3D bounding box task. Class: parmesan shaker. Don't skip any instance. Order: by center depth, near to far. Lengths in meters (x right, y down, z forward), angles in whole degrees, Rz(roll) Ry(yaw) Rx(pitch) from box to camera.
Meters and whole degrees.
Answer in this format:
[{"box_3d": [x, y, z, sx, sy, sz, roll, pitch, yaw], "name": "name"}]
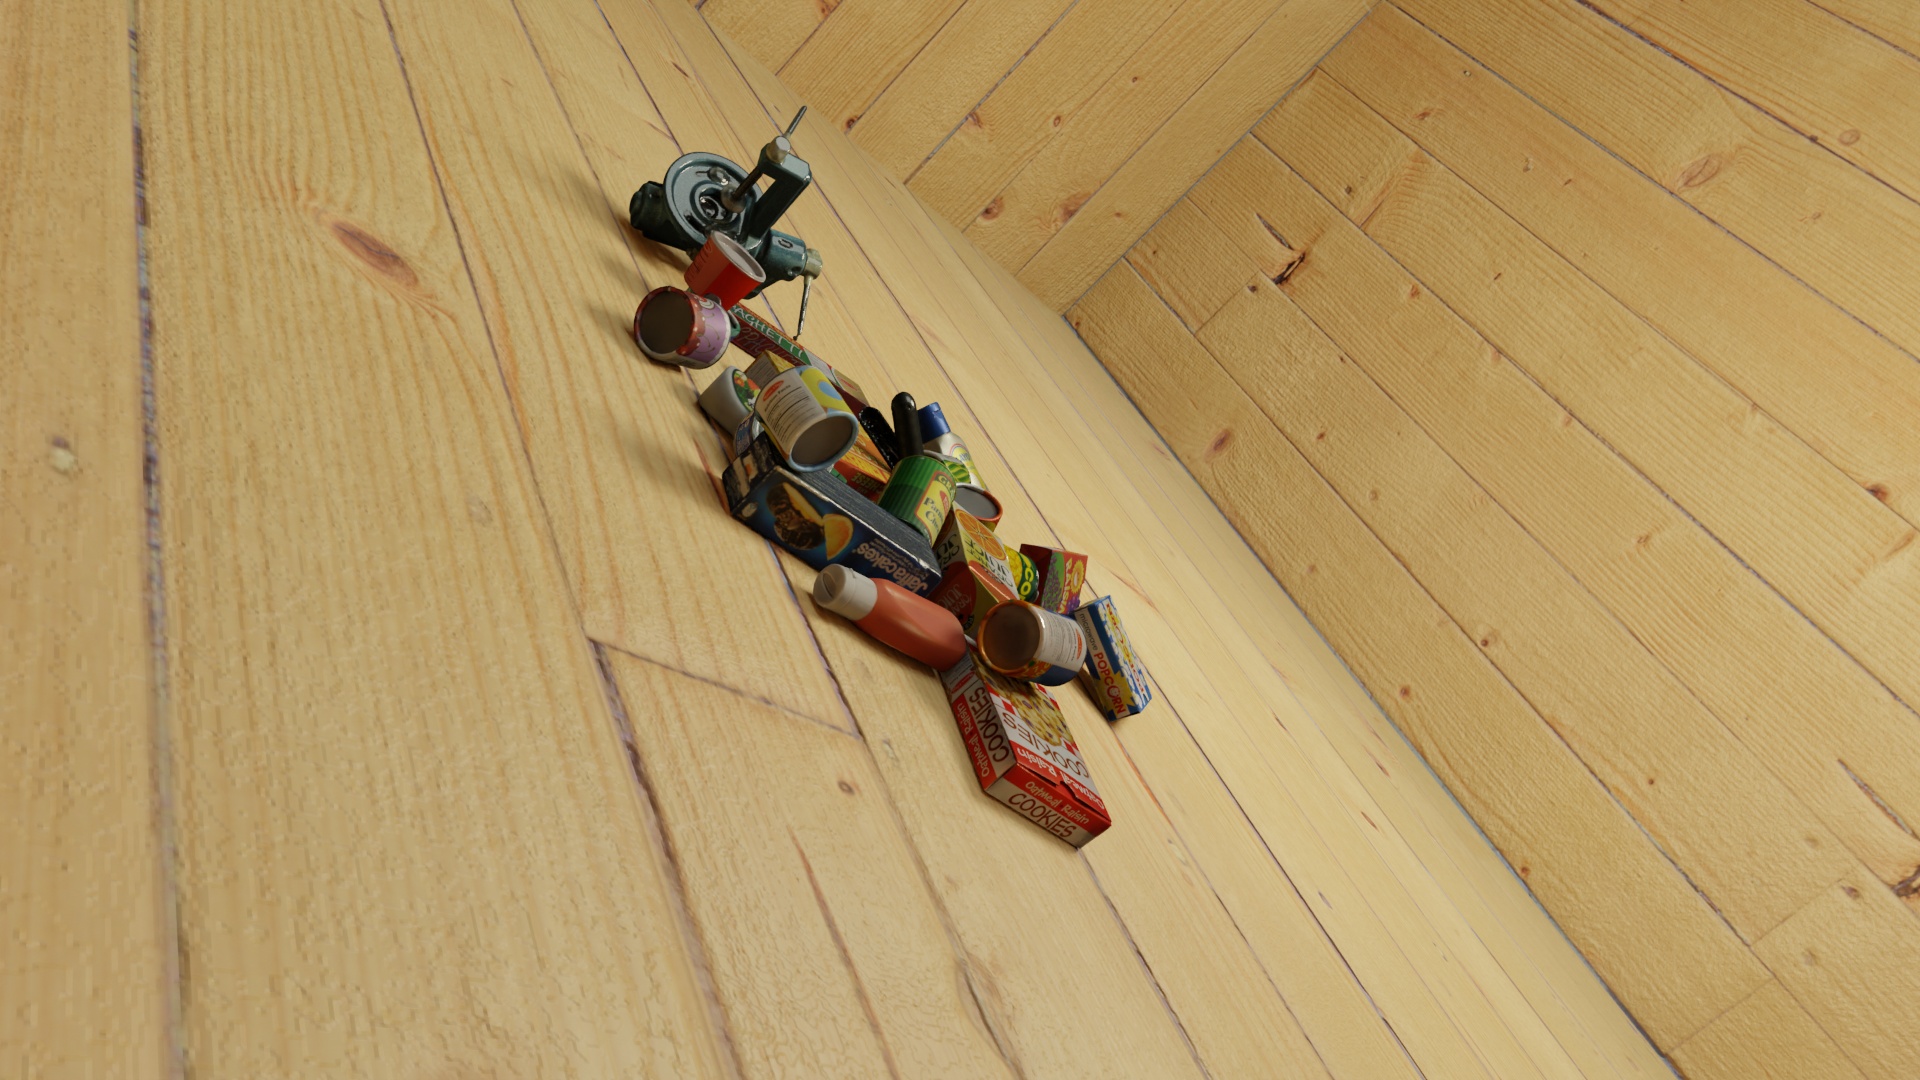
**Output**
[{"box_3d": [-0.048, -0.023, 1.299, 0.071, 0.071, 0.103, 42, 36, -15], "name": "parmesan shaker"}]

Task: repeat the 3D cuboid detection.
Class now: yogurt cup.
[{"box_3d": [-0.233, -0.261, 1.360, 0.072, 0.054, 0.072, 42, 14, -13], "name": "yogurt cup"}]

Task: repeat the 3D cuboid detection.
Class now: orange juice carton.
[{"box_3d": [0.002, 0.043, 1.301, 0.073, 0.071, 0.193, 39, 16, -22], "name": "orange juice carton"}]

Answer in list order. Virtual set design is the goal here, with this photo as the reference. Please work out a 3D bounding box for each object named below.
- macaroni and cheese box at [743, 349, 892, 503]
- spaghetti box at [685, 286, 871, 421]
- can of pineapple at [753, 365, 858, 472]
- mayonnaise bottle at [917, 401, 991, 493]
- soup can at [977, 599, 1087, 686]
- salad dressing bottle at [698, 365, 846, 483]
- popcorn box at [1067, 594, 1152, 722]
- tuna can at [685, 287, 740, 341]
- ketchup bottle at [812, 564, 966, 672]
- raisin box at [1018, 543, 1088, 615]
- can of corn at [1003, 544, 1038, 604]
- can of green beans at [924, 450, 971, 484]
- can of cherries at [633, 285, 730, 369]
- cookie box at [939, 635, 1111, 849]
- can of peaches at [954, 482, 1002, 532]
[{"box_3d": [-0.134, -0.104, 1.380, 0.123, 0.040, 0.167, 27, 23, -53], "name": "macaroni and cheese box"}, {"box_3d": [-0.194, -0.203, 1.502, 0.249, 0.028, 0.050, 32, 20, -43], "name": "spaghetti box"}, {"box_3d": [-0.121, -0.096, 1.107, 0.058, 0.071, 0.071, 54, 16, 29], "name": "can of pineapple"}, {"box_3d": [-0.010, -0.083, 1.568, 0.065, 0.041, 0.148, -29, 94, -52], "name": "mayonnaise bottle"}, {"box_3d": [0.060, 0.090, 1.200, 0.071, 0.071, 0.084, 54, 17, 29], "name": "soup can"}, {"box_3d": [-0.167, -0.091, 1.247, 0.147, 0.044, 0.064, 44, 21, -9], "name": "salad dressing bottle"}, {"box_3d": [0.163, 0.126, 1.509, 0.126, 0.038, 0.085, 68, 16, 2], "name": "popcorn box"}, {"box_3d": [-0.253, -0.219, 1.372, 0.071, 0.032, 0.071, 43, 14, -13], "name": "tuna can"}, {"box_3d": [-0.058, 0.060, 1.145, 0.148, 0.043, 0.065, 30, 21, -45], "name": "ketchup bottle"}, {"box_3d": [0.096, 0.050, 1.506, 0.040, 0.086, 0.123, 12, 1, 23], "name": "raisin box"}, {"box_3d": [0.039, 0.037, 1.424, 0.058, 0.071, 0.071, 28, 23, -48], "name": "can of corn"}, {"box_3d": [-0.029, -0.063, 1.508, 0.071, 0.071, 0.058, 51, 16, 18], "name": "can of green beans"}, {"box_3d": [-0.248, -0.192, 1.241, 0.071, 0.071, 0.058, 51, 16, 17], "name": "can of cherries"}, {"box_3d": [0.052, 0.167, 1.171, 0.123, 0.040, 0.168, 36, 17, -33], "name": "cookie box"}, {"box_3d": [0.005, -0.018, 1.457, 0.071, 0.057, 0.071, 19, 31, -12], "name": "can of peaches"}]
